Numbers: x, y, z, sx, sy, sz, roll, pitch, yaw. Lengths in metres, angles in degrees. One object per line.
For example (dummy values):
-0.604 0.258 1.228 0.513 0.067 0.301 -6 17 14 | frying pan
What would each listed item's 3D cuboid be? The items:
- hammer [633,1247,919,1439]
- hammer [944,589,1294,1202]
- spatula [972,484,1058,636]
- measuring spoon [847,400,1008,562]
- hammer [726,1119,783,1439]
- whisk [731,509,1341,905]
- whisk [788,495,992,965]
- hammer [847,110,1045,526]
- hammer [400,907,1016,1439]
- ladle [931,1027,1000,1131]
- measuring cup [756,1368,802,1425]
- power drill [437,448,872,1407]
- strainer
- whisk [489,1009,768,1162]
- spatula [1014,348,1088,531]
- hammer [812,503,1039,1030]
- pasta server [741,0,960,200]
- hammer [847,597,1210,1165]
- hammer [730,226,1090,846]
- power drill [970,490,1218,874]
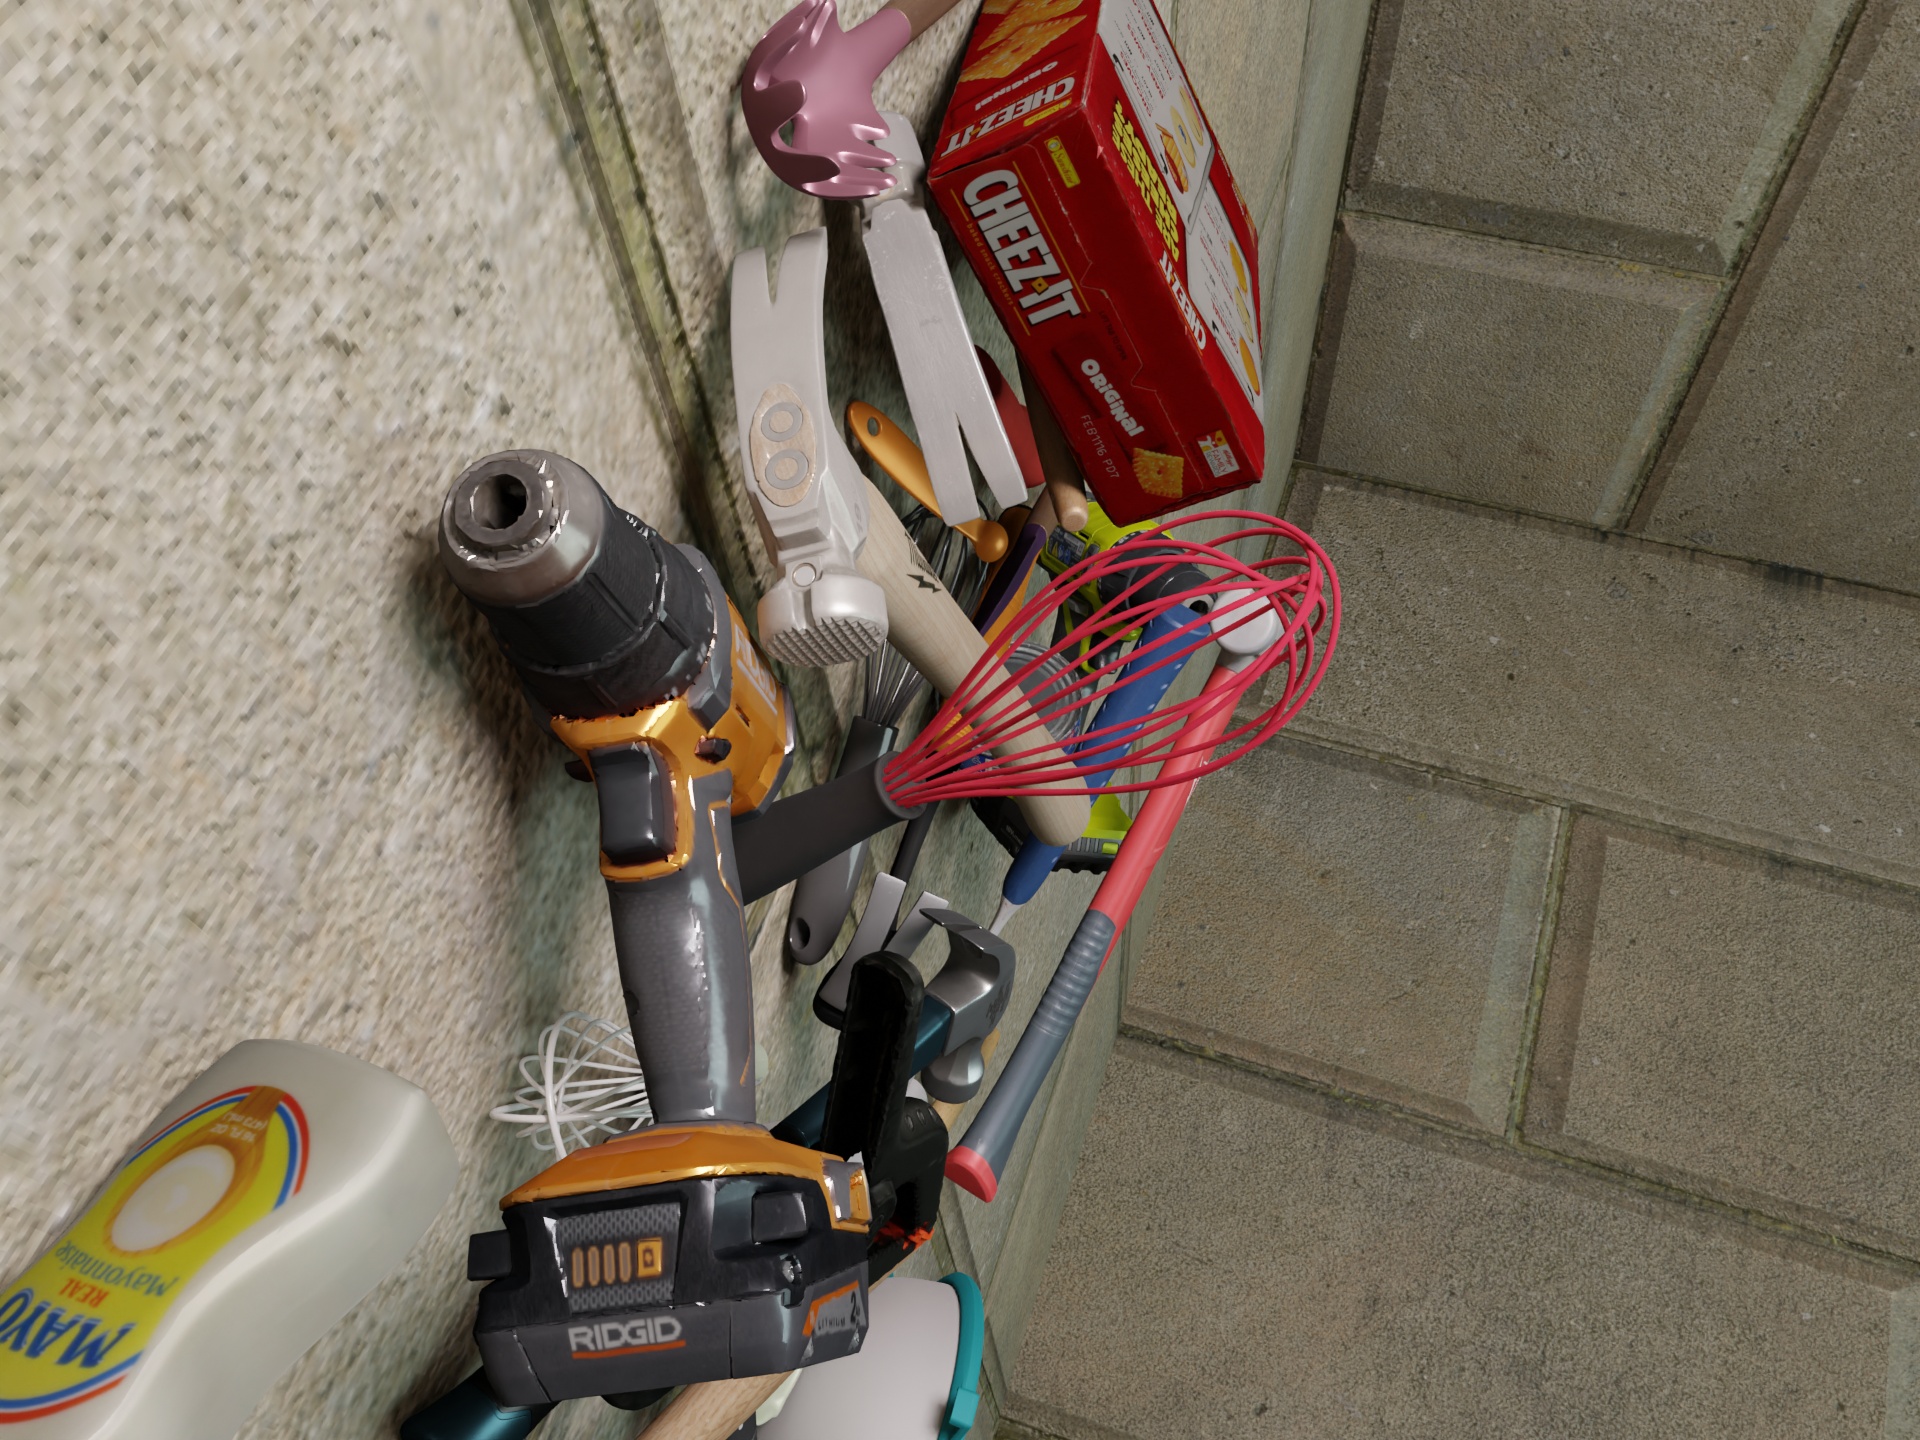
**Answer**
-0.102 0.267 0.606 0.331 0.031 0.130 -24 144 -60 | hammer
0.095 0.107 0.950 0.386 0.038 0.143 -63 162 2 | hammer
0.045 -0.110 0.878 0.059 0.018 0.316 -55 -177 33 | spatula
-0.011 -0.104 0.699 0.116 0.011 0.021 39 62 -44 | measuring spoon
-0.103 0.339 0.738 0.146 0.035 0.334 -37 135 -53 | hammer
-0.005 0.013 0.506 0.073 0.296 0.073 26 52 -38 | whisk
-0.037 0.004 0.756 0.055 0.055 0.239 7 101 -77 | whisk
0.014 -0.140 0.728 0.359 0.036 0.149 6 66 -81 | hammer
-0.076 0.177 0.621 0.331 0.033 0.128 -33 145 -49 | hammer
-0.021 0.254 0.951 0.069 0.031 0.315 -67 171 20 | ladle
-0.125 0.327 0.776 0.167 0.038 0.083 -29 131 -60 | measuring cup
-0.083 0.054 0.419 0.185 0.084 0.226 70 12 -70 | power drill
-0.077 0.386 0.947 0.211 0.095 0.340 -64 -172 6 | strainer
-0.110 0.136 0.596 0.246 0.058 0.059 53 24 -79 | whisk
0.041 -0.192 0.733 0.082 0.044 0.318 96 -9 -46 | spatula
-0.001 -0.003 0.845 0.127 0.034 0.337 119 -8 -50 | hammer
-0.010 -0.266 0.588 0.060 0.040 0.316 64 33 -29 | pasta server
0.026 0.111 0.917 0.405 0.035 0.144 -61 171 20 | hammer
-0.001 -0.032 0.666 0.410 0.038 0.146 50 30 -66 | hammer
0.086 -0.021 1.018 0.191 0.080 0.228 -133 -127 -61 | power drill
